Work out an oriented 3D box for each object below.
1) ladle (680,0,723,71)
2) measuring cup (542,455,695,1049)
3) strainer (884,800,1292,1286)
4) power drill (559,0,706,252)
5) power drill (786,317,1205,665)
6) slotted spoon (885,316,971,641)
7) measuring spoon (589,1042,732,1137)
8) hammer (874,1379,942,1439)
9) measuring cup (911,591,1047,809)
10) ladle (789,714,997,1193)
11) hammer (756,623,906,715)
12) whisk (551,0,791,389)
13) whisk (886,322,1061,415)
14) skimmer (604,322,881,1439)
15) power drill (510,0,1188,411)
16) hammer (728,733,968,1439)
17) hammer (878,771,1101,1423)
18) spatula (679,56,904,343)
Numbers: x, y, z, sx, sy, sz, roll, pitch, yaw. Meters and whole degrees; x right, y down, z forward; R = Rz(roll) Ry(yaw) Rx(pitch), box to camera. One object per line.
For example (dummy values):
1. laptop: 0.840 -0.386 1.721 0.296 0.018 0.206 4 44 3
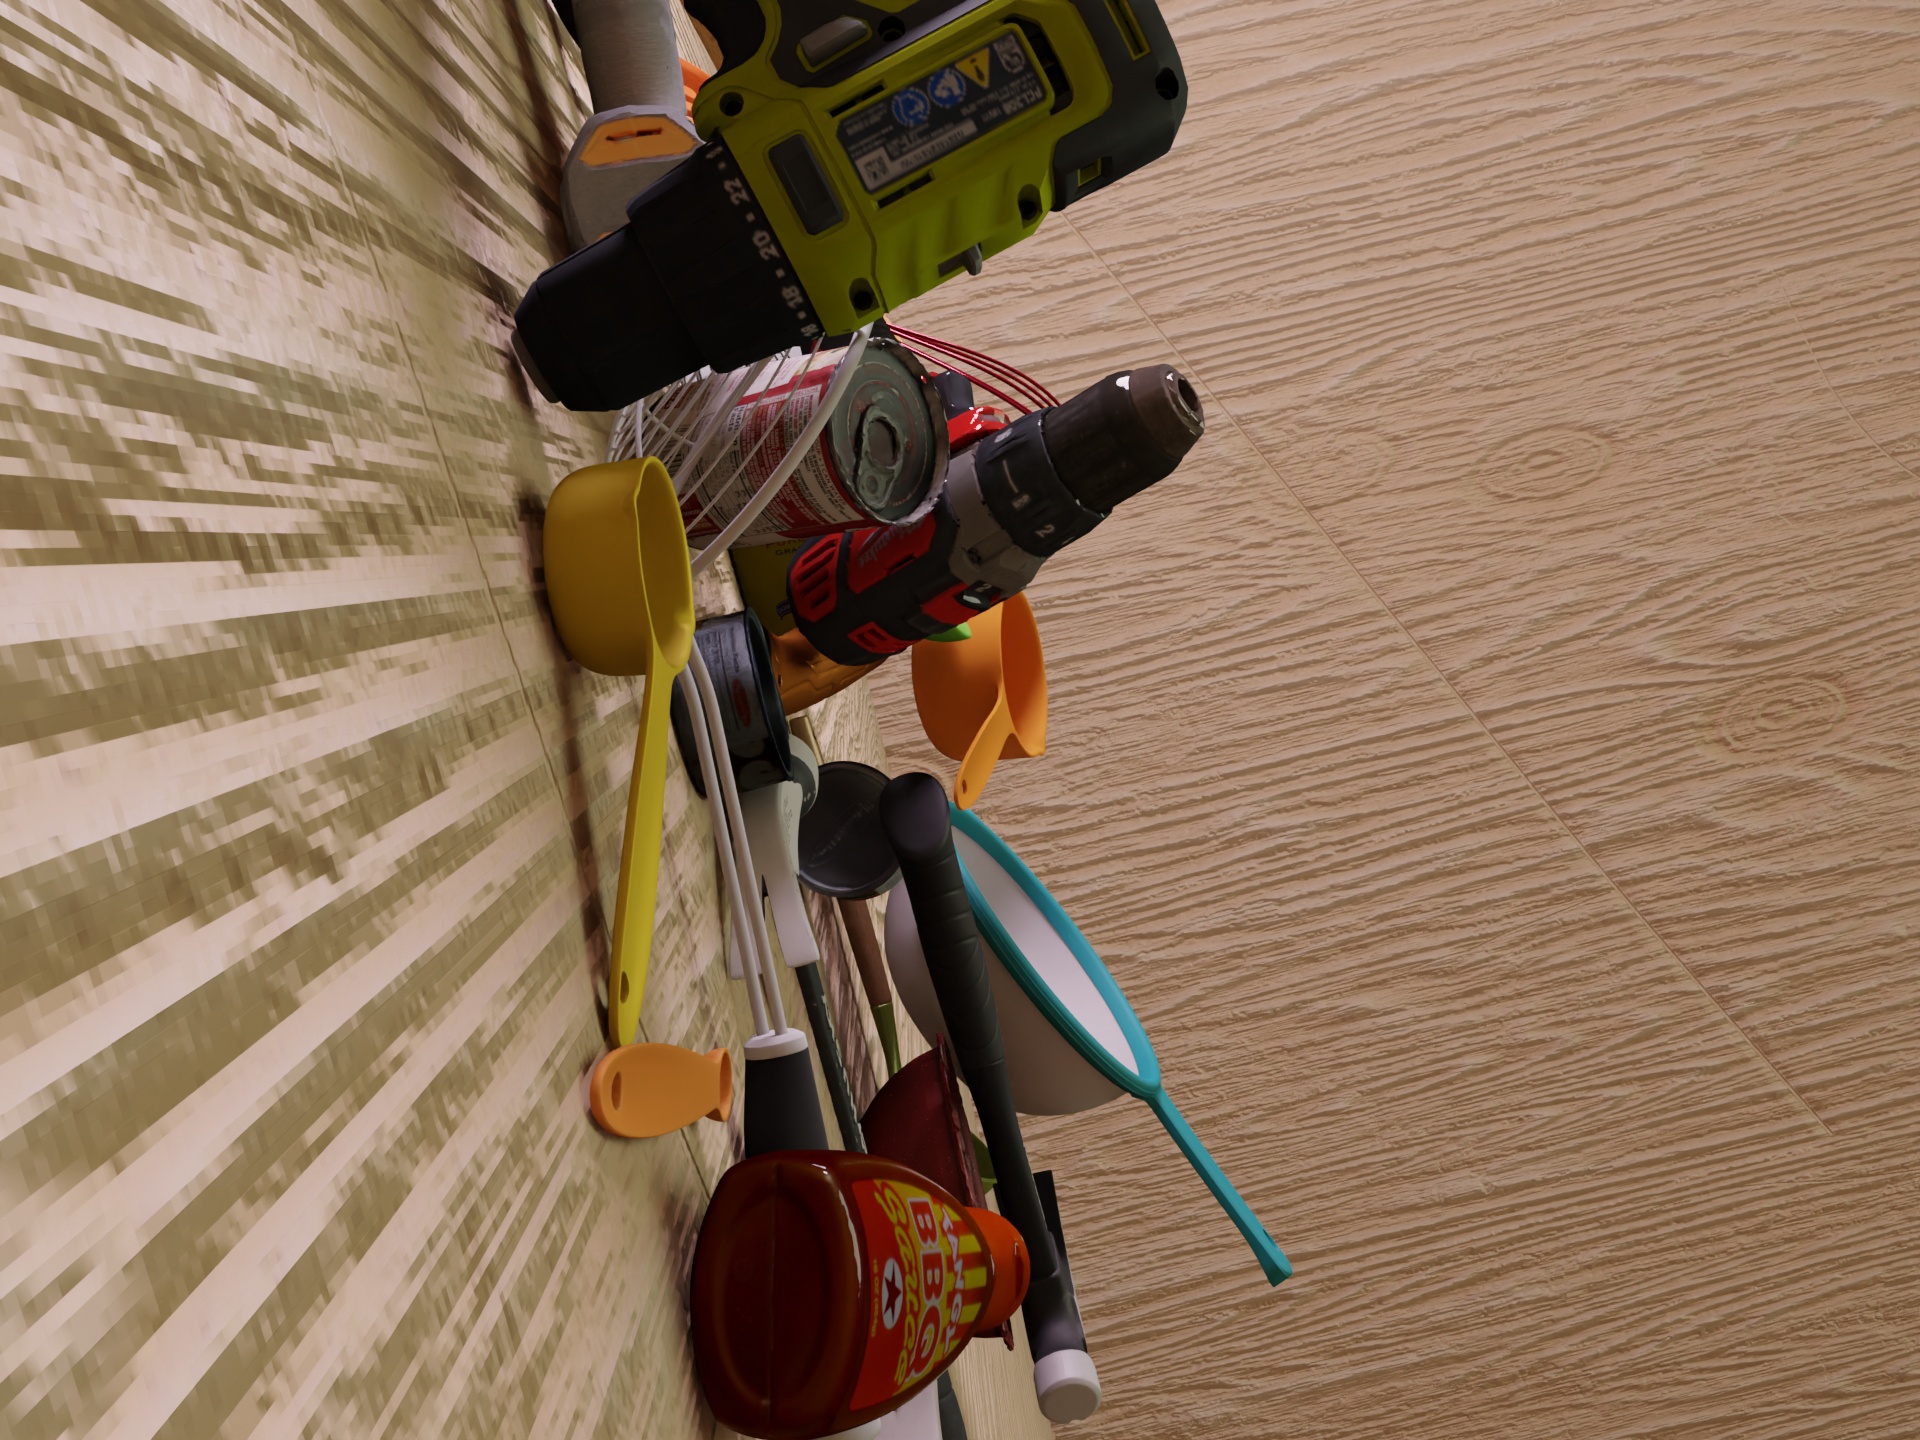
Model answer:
1. ladle: -0.110 -0.286 0.506 0.315 0.031 0.069 62 17 -11
2. measuring cup: -0.089 0.005 0.393 0.062 0.029 0.157 78 9 -63
3. strainer: 0.057 0.207 0.936 0.340 0.095 0.211 53 8 5
4. power drill: -0.126 -0.261 0.617 0.185 0.084 0.226 -145 -135 -84
5. power drill: -0.004 -0.153 0.656 0.080 0.188 0.227 17 54 -49
6. slotted spoon: -0.033 -0.137 0.828 0.070 0.031 0.314 41 24 -32
7. measuring spoon: -0.072 0.088 0.381 0.117 0.011 0.021 66 22 -77
8. hammer: 0.019 0.429 0.659 0.146 0.038 0.410 -107 -176 -54
9. measuring cup: -0.001 -0.002 0.768 0.174 0.052 0.095 -63 142 -58
10. ladle: -0.045 0.148 0.995 0.078 0.062 0.320 -20 94 -84
11. hammer: -0.044 -0.034 0.785 0.337 0.034 0.127 -34 116 -71
12. whisk: -0.134 -0.230 0.731 0.070 0.070 0.284 -105 177 -61
13. whisk: -0.050 -0.189 0.786 0.296 0.073 0.073 38 0 -2
14. skimmer: -0.045 0.035 0.504 0.127 0.090 0.363 -15 -94 56
15. power drill: -0.071 -0.212 0.431 0.228 0.190 0.080 62 1 -3
16. hammer: -0.033 0.215 0.665 0.149 0.036 0.408 -103 180 -70
17. hammer: 0.013 0.174 0.782 0.146 0.035 0.334 -104 180 -64
18. spatula: -0.106 -0.287 0.910 0.323 0.041 0.081 57 -8 26
